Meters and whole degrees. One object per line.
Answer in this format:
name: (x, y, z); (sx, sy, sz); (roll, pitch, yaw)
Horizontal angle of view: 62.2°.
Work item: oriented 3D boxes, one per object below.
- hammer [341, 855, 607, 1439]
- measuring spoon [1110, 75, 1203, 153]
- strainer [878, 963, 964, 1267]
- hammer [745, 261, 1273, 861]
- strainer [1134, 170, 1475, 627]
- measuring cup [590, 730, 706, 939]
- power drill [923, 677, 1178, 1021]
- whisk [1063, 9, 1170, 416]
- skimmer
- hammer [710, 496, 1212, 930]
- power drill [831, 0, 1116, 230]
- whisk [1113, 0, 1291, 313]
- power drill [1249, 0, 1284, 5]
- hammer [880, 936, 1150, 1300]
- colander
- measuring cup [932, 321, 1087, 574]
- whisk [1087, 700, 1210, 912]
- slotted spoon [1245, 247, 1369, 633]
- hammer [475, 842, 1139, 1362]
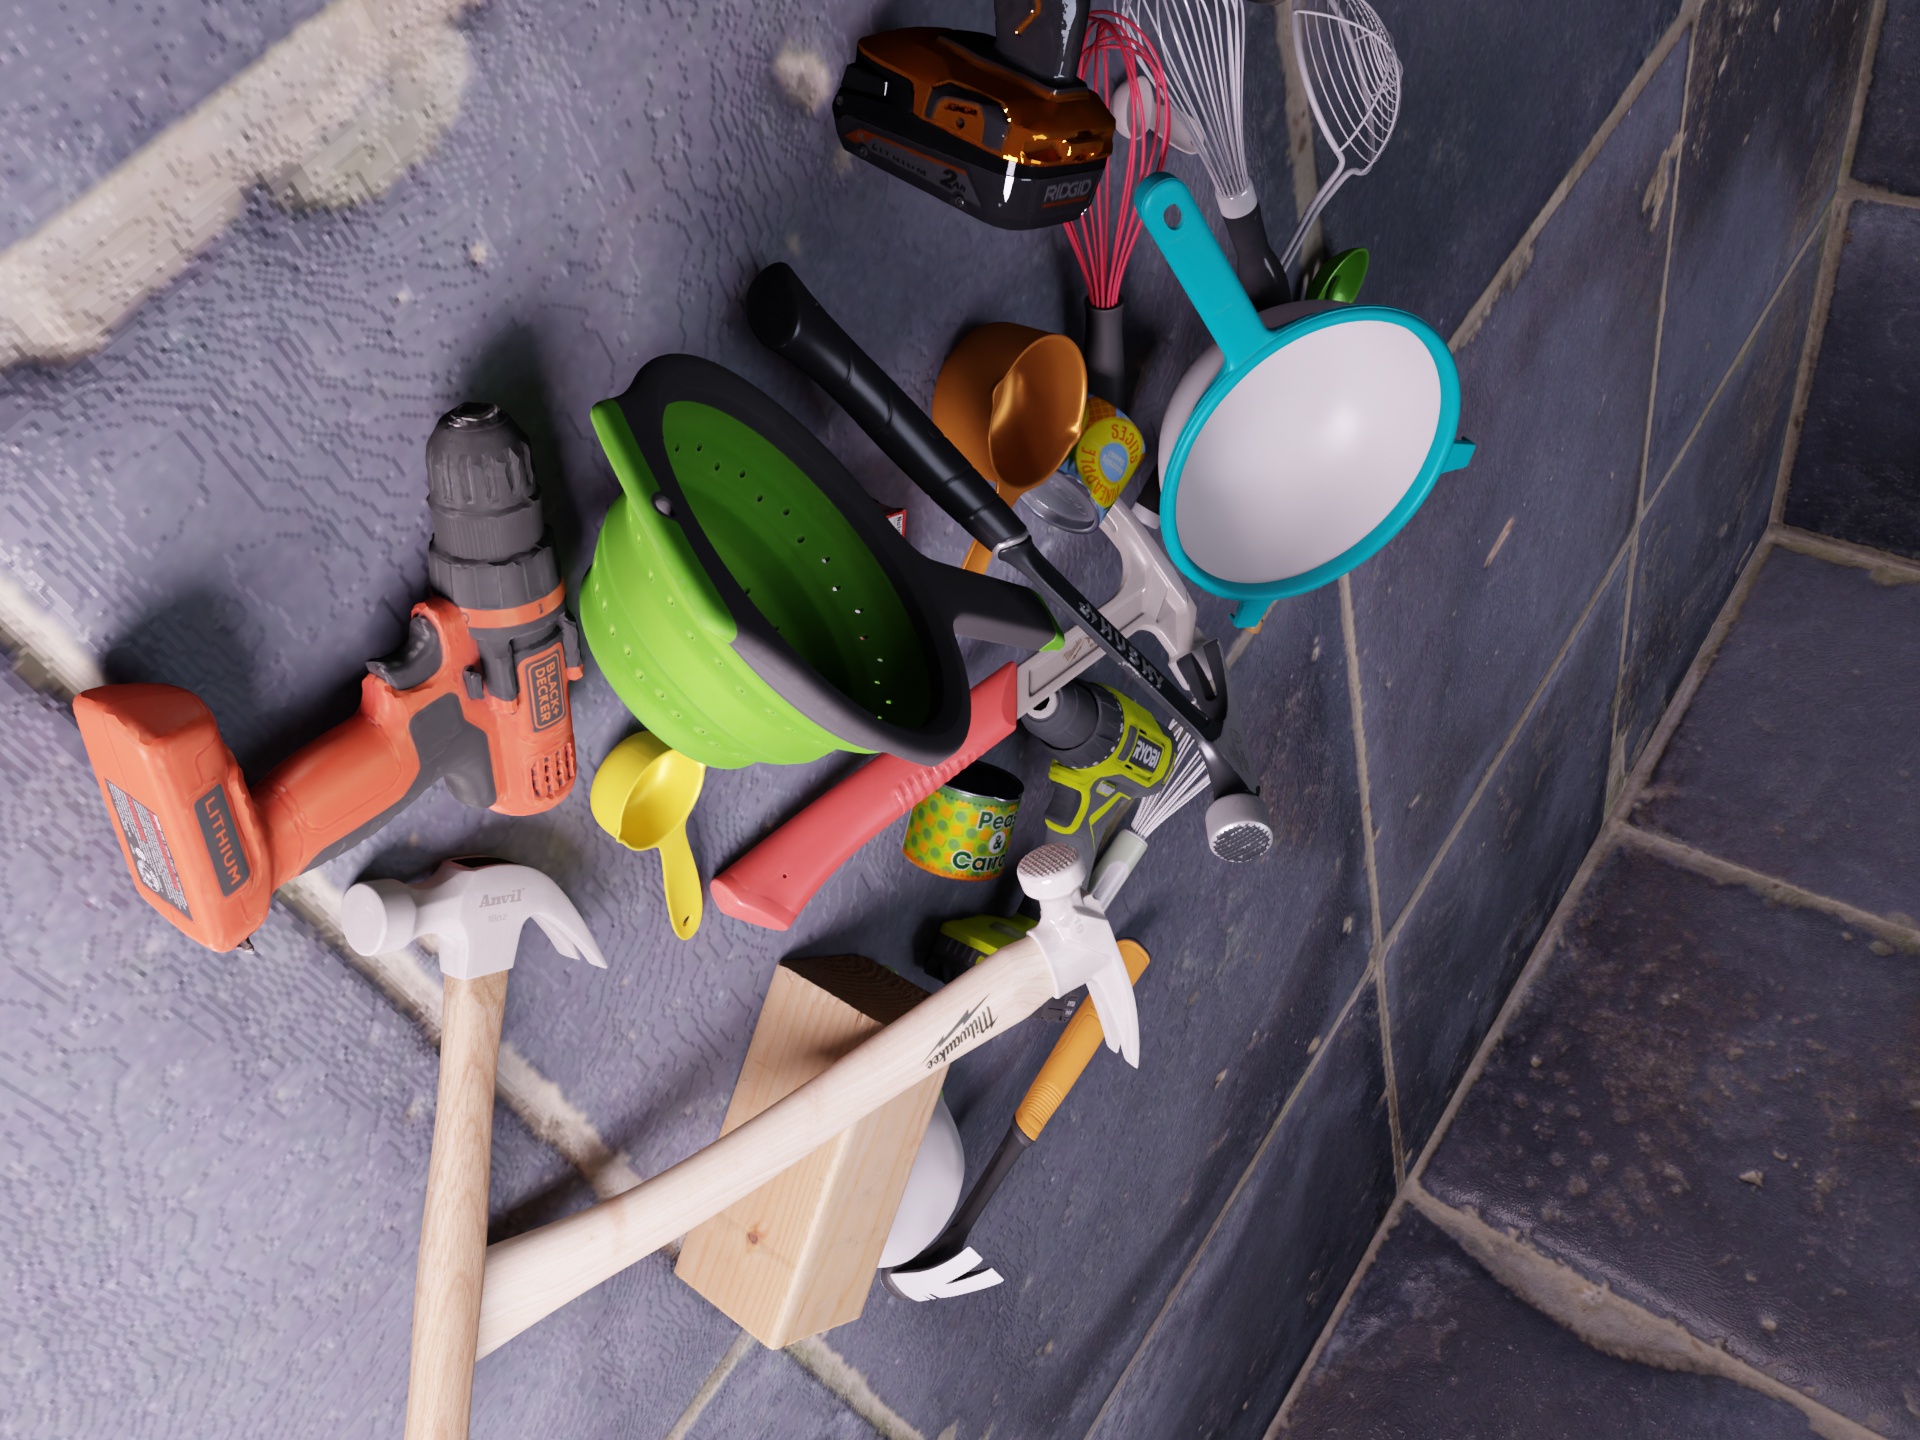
hammer: (-0.232, 0.224, 0.739); (0.130, 0.031, 0.331); (-7, 108, -56)
measuring spoon: (0.117, -0.355, 0.945); (0.124, 0.018, 0.034); (-14, 117, -60)
strainer: (-0.037, 0.275, 1.068); (0.151, 0.069, 0.256); (-32, 136, -43)
hammer: (0.039, -0.086, 0.831); (0.408, 0.036, 0.149); (41, 32, -33)
strainer: (0.173, -0.218, 0.975); (0.211, 0.095, 0.340); (-38, 135, 8)
measuring cup: (-0.154, 0.063, 0.807); (0.062, 0.029, 0.156); (-45, 155, -31)
power drill: (0.061, 0.082, 1.083); (0.190, 0.080, 0.228); (26, 86, -61)
whisk: (0.082, -0.259, 0.914); (0.073, 0.073, 0.295); (-44, 147, -32)
skimmer: (0.188, -0.307, 1.066); (0.127, 0.090, 0.363); (10, 112, -54)
hammer: (-0.001, -0.003, 0.935); (0.359, 0.149, 0.036); (-36, -178, -27)
power drill: (0.016, -0.348, 0.682); (0.084, 0.164, 0.226); (-29, 145, -45)
whisk: (0.153, -0.330, 0.926); (0.070, 0.070, 0.284); (-56, 142, -17)
power drill: (0.171, -0.521, 0.858); (0.187, 0.080, 0.226); (10, 105, -58)
hammer: (0.063, 0.288, 1.200); (0.127, 0.034, 0.337); (-35, -167, 52)
colander: (-0.058, -0.043, 0.753); (0.094, 0.205, 0.397); (-35, 164, 20)
measuring cup: (0.008, -0.138, 0.887); (0.095, 0.052, 0.173); (10, 105, -57)
whisk: (0.140, 0.085, 1.236); (0.057, 0.059, 0.246); (39, 79, -18)
slotted spoon: (0.261, -0.212, 1.241); (0.070, 0.031, 0.313); (-23, 130, -48)
hammer: (-0.083, 0.225, 0.862); (0.410, 0.038, 0.146); (-29, 115, -18)
